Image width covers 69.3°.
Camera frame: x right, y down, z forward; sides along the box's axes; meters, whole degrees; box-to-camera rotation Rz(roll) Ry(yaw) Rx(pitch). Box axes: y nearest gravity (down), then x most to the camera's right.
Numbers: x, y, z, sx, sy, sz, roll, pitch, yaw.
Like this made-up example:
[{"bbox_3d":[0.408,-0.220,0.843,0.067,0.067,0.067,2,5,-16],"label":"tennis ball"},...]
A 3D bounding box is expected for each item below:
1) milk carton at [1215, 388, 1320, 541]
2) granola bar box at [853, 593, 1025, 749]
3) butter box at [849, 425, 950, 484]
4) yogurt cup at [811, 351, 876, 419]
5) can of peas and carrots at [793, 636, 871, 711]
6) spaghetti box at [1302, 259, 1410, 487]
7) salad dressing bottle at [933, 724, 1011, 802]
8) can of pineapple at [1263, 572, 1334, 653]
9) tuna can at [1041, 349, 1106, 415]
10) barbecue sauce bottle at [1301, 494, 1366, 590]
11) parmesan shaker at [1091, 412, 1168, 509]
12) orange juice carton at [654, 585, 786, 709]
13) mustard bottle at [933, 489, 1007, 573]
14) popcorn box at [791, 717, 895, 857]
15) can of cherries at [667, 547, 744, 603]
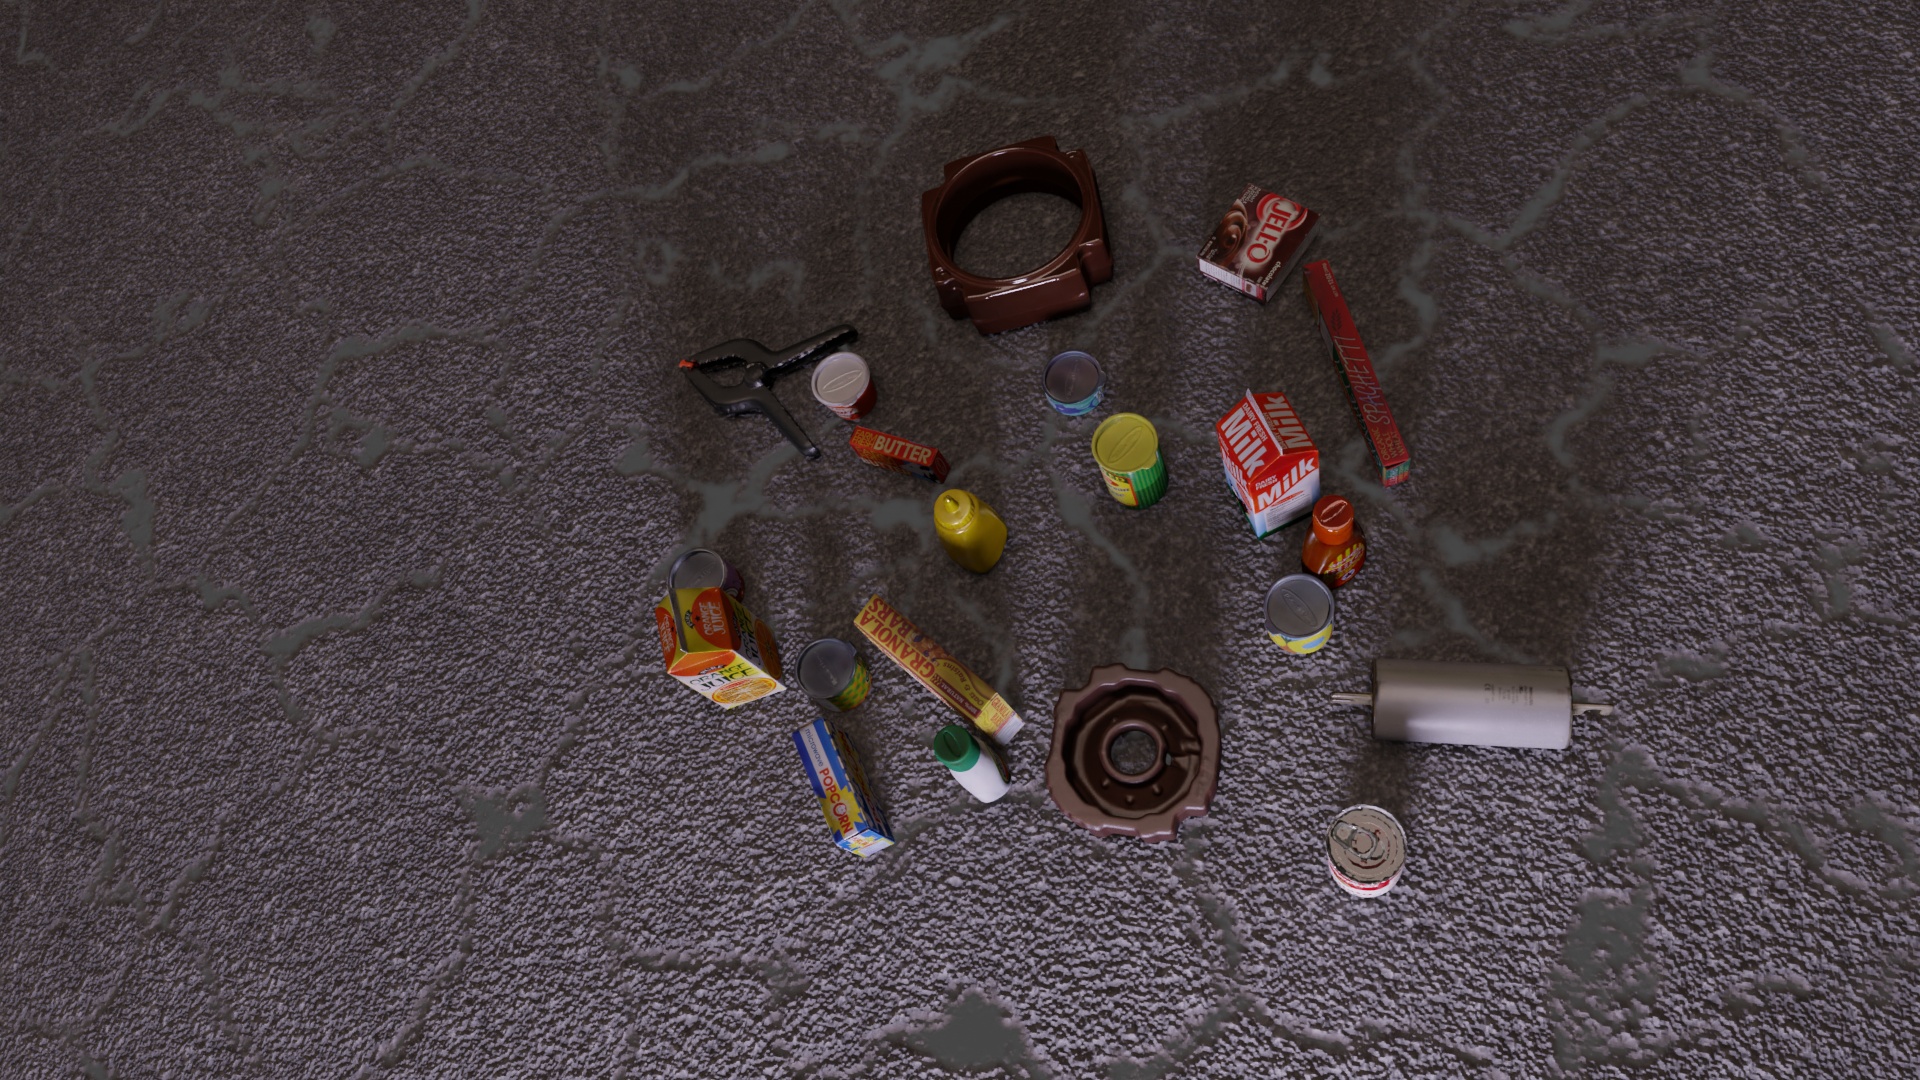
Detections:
[{"bbox_3d":[0.298,-0.077,1.338,0.073,0.190,0.072,-26,65,4],"label":"milk carton"},{"bbox_3d":[-0.021,0.132,1.377,0.166,0.124,0.039,37,83,25],"label":"granola bar box"},{"bbox_3d":[-0.067,-0.093,1.520,0.103,0.053,0.024,17,75,21],"label":"butter box"},{"bbox_3d":[-0.128,-0.172,1.567,0.072,0.053,0.072,-5,68,13],"label":"yogurt cup"},{"bbox_3d":[-0.130,0.138,1.441,0.071,0.058,0.071,-5,68,13],"label":"can of peas and carrots"},{"bbox_3d":[0.404,-0.173,1.425,0.028,0.050,0.251,-18,65,8],"label":"spaghetti box"},{"bbox_3d":[0.010,0.211,1.324,0.044,0.147,0.064,-33,64,1],"label":"salad dressing bottle"},{"bbox_3d":[0.326,0.072,1.344,0.071,0.057,0.071,-5,68,13],"label":"can of pineapple"},{"bbox_3d":[0.126,-0.171,1.510,0.071,0.032,0.071,-5,68,13],"label":"tuna can"},{"bbox_3d":[0.353,0.000,1.315,0.065,0.148,0.044,-36,64,0],"label":"barbecue sauce bottle"},{"bbox_3d":[0.177,-0.077,1.419,0.071,0.103,0.071,-5,68,13],"label":"parmesan shaker"},{"bbox_3d":[-0.250,0.107,1.412,0.073,0.192,0.072,-20,65,7],"label":"orange juice carton"},{"bbox_3d":[0.005,-0.018,1.410,0.049,0.160,0.065,26,78,23],"label":"mustard bottle"},{"bbox_3d":[-0.116,0.245,1.380,0.038,0.085,0.127,-28,64,3],"label":"popcorn box"},{"bbox_3d":[-0.276,0.050,1.516,0.071,0.058,0.072,-5,68,13],"label":"can of cherries"}]
